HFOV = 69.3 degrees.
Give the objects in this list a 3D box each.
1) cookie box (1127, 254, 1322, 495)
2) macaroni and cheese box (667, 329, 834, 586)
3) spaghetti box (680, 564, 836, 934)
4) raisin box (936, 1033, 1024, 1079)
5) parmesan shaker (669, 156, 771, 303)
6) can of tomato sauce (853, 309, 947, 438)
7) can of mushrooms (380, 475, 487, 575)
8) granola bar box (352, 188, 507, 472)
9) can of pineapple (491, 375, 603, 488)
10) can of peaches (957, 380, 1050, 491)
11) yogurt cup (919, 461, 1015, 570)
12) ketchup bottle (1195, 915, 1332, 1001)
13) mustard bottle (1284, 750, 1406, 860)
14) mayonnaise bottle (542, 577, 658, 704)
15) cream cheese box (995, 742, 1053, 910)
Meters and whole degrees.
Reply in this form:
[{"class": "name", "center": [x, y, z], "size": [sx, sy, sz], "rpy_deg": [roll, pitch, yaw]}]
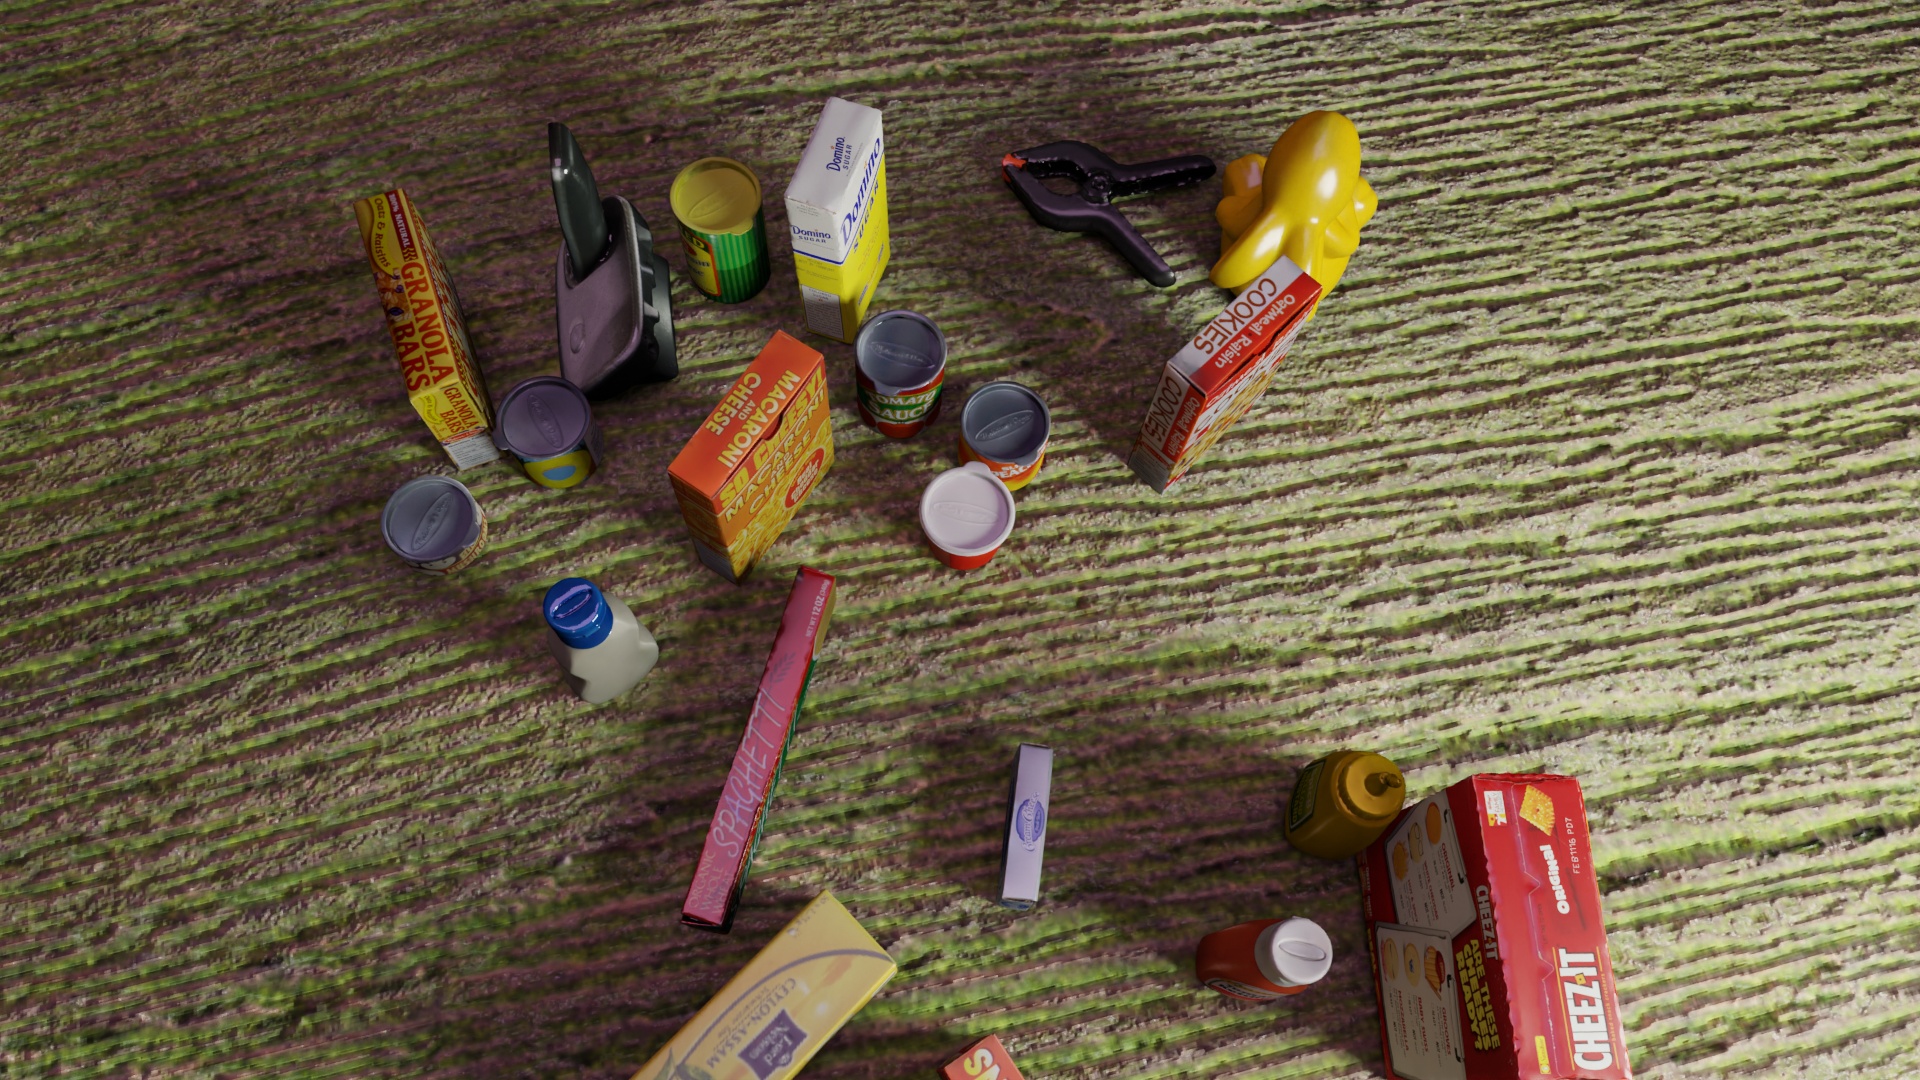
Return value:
[{"class": "cookie box", "center": [0.186, -0.114, 0.995], "size": [0.040, 0.166, 0.123], "rpy_deg": [43, 73, 12]}, {"class": "macaroni and cheese box", "center": [-0.138, -0.052, 0.953], "size": [0.040, 0.166, 0.124], "rpy_deg": [32, 71, 9]}, {"class": "spaghetti box", "center": [-0.133, 0.140, 0.940], "size": [0.029, 0.050, 0.251], "rpy_deg": [15, 69, 3]}, {"class": "raisin box", "center": [0.024, 0.342, 0.831], "size": [0.040, 0.123, 0.086], "rpy_deg": [-31, 74, -14]}, {"class": "parmesan shaker", "center": [-0.179, -0.231, 1.054], "size": [0.071, 0.102, 0.071], "rpy_deg": [1, 69, -3]}, {"class": "can of tomato sauce", "center": [-0.045, -0.120, 1.029], "size": [0.071, 0.082, 0.071], "rpy_deg": [1, 69, -3]}, {"class": "can of mushrooms", "center": [-0.374, -0.009, 0.994], "size": [0.071, 0.033, 0.071], "rpy_deg": [1, 69, -3]}, {"class": "granola bar box", "center": [-0.379, -0.149, 1.000], "size": [0.039, 0.123, 0.166], "rpy_deg": [-20, 71, -10]}, {"class": "can of pineapple", "center": [-0.300, -0.078, 1.012], "size": [0.071, 0.057, 0.071], "rpy_deg": [1, 69, -3]}, {"class": "can of peaches", "center": [0.032, -0.074, 1.029], "size": [0.071, 0.058, 0.071], "rpy_deg": [1, 69, -3]}, {"class": "yogurt cup", "center": [0.004, -0.013, 1.005], "size": [0.072, 0.053, 0.072], "rpy_deg": [1, 69, -3]}, {"class": "ketchup bottle", "center": [0.191, 0.258, 0.859], "size": [0.065, 0.148, 0.044], "rpy_deg": [12, 69, 1]}, {"class": "mustard bottle", "center": [0.251, 0.165, 0.893], "size": [0.049, 0.159, 0.065], "rpy_deg": [17, 69, 4]}, {"class": "mayonnaise bottle", "center": [-0.239, 0.064, 0.911], "size": [0.065, 0.147, 0.041], "rpy_deg": [-36, 75, -15]}, {"class": "cream cheese box", "center": [0.043, 0.192, 0.928], "size": [0.024, 0.053, 0.104], "rpy_deg": [8, 69, 0]}]
